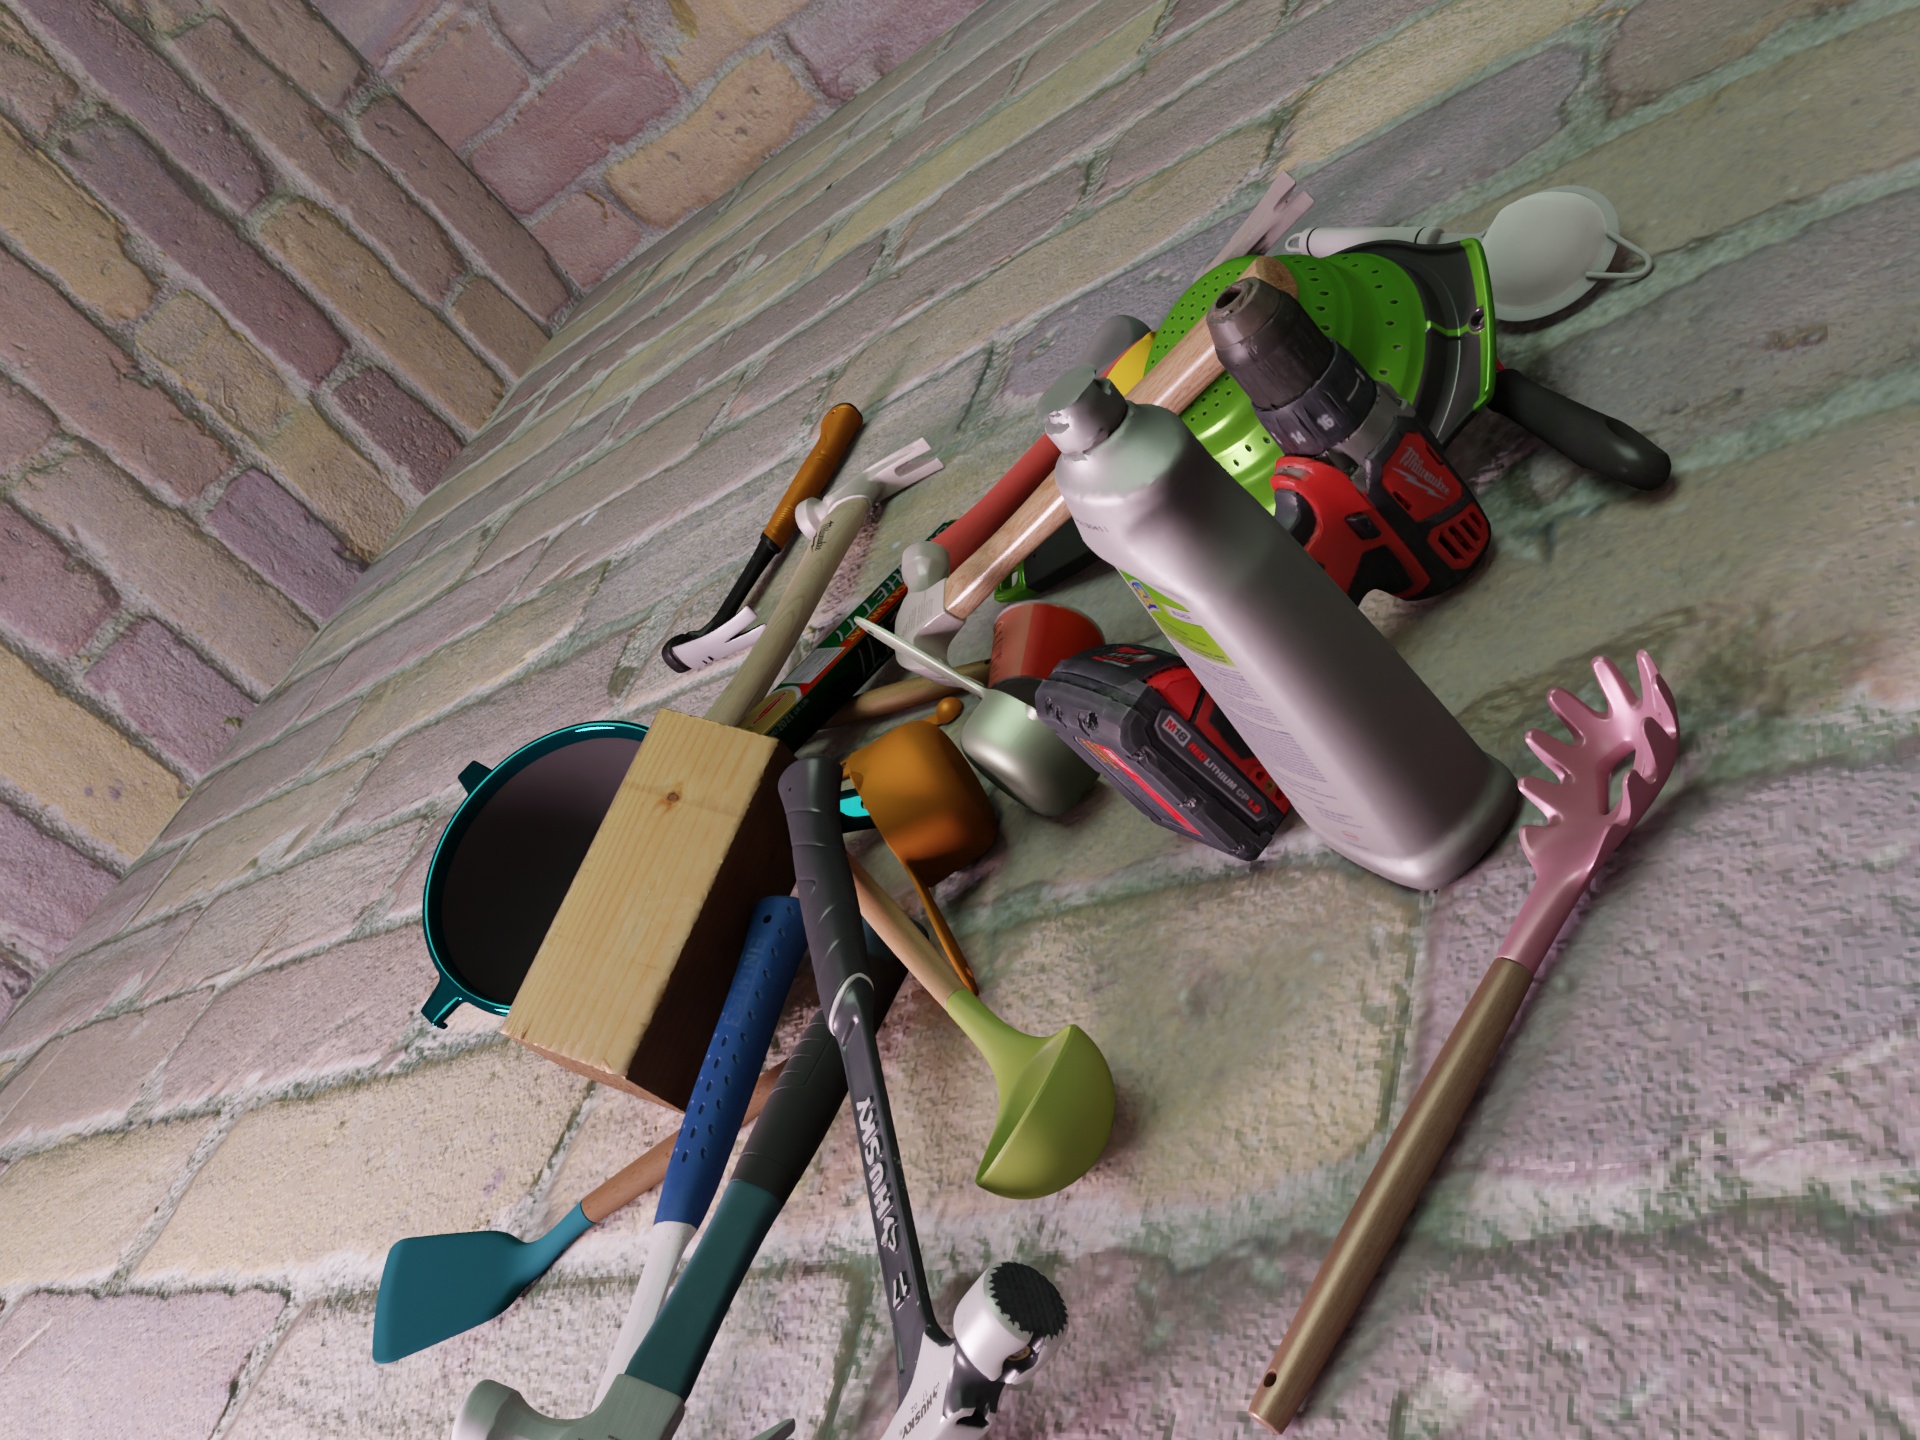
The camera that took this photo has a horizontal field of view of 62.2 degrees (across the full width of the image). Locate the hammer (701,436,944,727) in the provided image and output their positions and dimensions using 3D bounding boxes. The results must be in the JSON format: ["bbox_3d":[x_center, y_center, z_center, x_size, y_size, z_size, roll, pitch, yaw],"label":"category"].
[{"bbox_3d":[-0.124,-0.087,1.236,0.146,0.038,0.411,-24,27,32],"label":"hammer"}]

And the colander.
[{"bbox_3d":[0.118,-0.161,0.929,0.397,0.094,0.205,-26,52,48],"label":"colander"}]

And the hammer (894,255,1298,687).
[{"bbox_3d":[0.062,-0.129,0.876,0.331,0.031,0.130,-42,35,41],"label":"hammer"}]

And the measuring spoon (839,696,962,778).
[{"bbox_3d":[-0.047,0.012,1.055,0.117,0.011,0.021,-28,30,28],"label":"measuring spoon"}]

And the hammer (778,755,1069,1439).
[{"bbox_3d":[-0.049,0.150,0.732,0.149,0.036,0.409,-57,28,25],"label":"hammer"}]

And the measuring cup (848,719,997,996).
[{"bbox_3d":[-0.003,0.070,0.858,0.052,0.095,0.174,-33,47,6],"label":"measuring cup"}]

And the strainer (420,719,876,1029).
[{"bbox_3d":[-0.182,0.099,1.046,0.340,0.095,0.211,-11,56,14],"label":"strainer"}]

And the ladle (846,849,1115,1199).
[{"bbox_3d":[-0.021,0.119,0.772,0.078,0.062,0.320,-58,34,5],"label":"ladle"}]

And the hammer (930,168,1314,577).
[{"bbox_3d":[0.102,-0.225,1.082,0.359,0.036,0.149,-48,2,-17],"label":"hammer"}]

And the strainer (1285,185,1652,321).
[{"bbox_3d":[0.284,-0.284,0.945,0.259,0.050,0.087,24,86,53],"label":"strainer"}]

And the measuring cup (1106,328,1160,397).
[{"bbox_3d":[0.159,-0.243,1.027,0.156,0.029,0.062,-32,-15,-21],"label":"measuring cup"}]

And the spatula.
[{"bbox_3d":[-0.192,0.253,0.876,0.317,0.044,0.082,-36,33,13],"label":"spatula"}]

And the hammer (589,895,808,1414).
[{"bbox_3d":[-0.148,0.259,0.778,0.144,0.035,0.406,-14,41,31],"label":"hammer"}]

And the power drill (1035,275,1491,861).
[{"bbox_3d":[0.134,-0.071,0.740,0.227,0.187,0.080,-53,28,-9],"label":"power drill"}]

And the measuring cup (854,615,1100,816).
[{"bbox_3d":[-0.001,-0.003,0.875,0.168,0.083,0.038,33,80,17],"label":"measuring cup"}]

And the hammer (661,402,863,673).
[{"bbox_3d":[-0.161,-0.183,1.468,0.127,0.034,0.337,-18,36,42],"label":"hammer"}]

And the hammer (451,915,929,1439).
[{"bbox_3d":[-0.092,0.213,0.751,0.331,0.128,0.033,-61,-14,-46],"label":"hammer"}]

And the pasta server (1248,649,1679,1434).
[{"bbox_3d":[0.183,0.108,0.576,0.316,0.040,0.060,-54,16,-18],"label":"pasta server"}]

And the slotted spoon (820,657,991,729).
[{"bbox_3d":[-0.083,-0.004,1.114,0.314,0.031,0.070,-15,36,41],"label":"slotted spoon"}]

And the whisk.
[{"bbox_3d":[0.276,-0.180,0.841,0.073,0.073,0.296,-40,32,7],"label":"whisk"}]
